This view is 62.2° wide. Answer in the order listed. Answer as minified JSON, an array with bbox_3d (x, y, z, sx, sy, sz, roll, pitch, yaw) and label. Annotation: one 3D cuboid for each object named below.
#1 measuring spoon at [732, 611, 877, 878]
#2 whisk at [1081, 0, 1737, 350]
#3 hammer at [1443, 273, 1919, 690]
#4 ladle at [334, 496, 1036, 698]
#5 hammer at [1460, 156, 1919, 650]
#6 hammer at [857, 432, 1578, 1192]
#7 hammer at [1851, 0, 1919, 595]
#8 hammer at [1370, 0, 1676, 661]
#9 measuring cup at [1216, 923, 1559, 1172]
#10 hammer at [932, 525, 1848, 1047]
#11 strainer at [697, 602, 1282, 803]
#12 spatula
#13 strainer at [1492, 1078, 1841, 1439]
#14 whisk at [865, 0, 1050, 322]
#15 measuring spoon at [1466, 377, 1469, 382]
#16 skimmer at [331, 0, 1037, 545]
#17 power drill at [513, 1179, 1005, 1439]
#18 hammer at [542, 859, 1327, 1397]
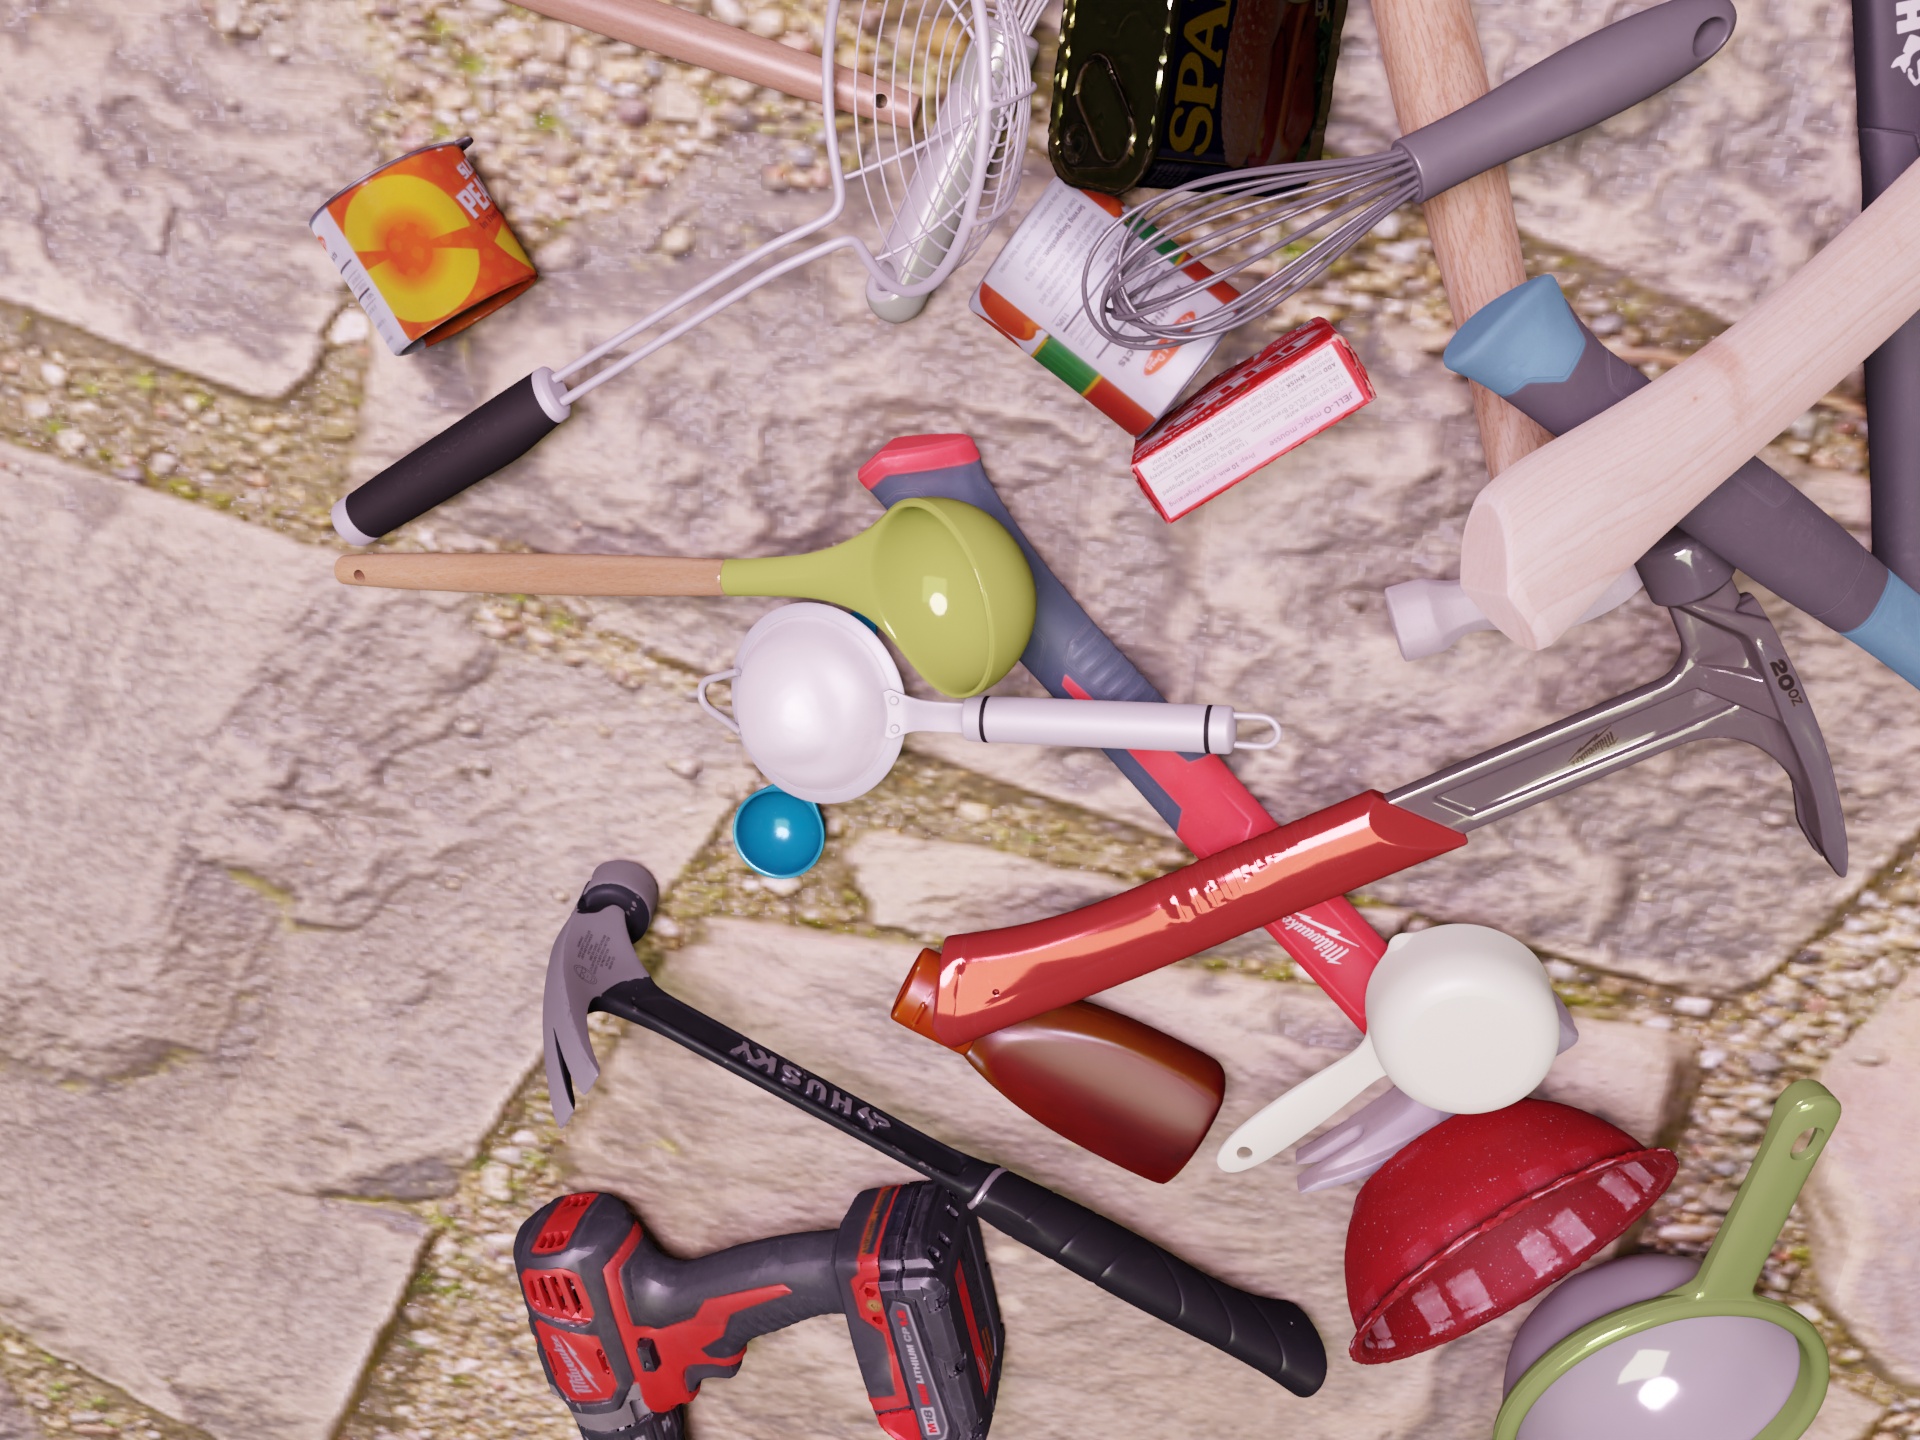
[{"bbox_3d":[-0.063,0.009,0.702,0.042,0.021,0.128,24,102,4],"label":"measuring spoon"},{"bbox_3d":[0.151,-0.189,0.536,0.239,0.055,0.055,-26,105,1],"label":"whisk"},{"bbox_3d":[0.305,-0.051,0.555,0.331,0.033,0.128,31,82,-14],"label":"hammer"},{"bbox_3d":[-0.123,-0.054,0.641,0.320,0.062,0.078,3,117,18],"label":"ladle"},{"bbox_3d":[0.325,-0.165,0.503,0.410,0.038,0.146,-43,105,-2],"label":"hammer"},{"bbox_3d":[0.087,0.039,0.679,0.143,0.038,0.386,-40,100,20],"label":"hammer"},{"bbox_3d":[0.330,-0.195,0.566,0.146,0.035,0.334,-10,108,10],"label":"hammer"},{"bbox_3d":[0.187,-0.191,0.581,0.130,0.031,0.331,-15,105,14],"label":"hammer"},{"bbox_3d":[0.174,0.153,0.667,0.167,0.038,0.083,-40,100,19],"label":"measuring cup"},{"bbox_3d":[0.152,0.060,0.637,0.359,0.037,0.149,-25,105,16],"label":"hammer"},{"bbox_3d":[-0.001,-0.002,0.642,0.258,0.050,0.087,2,103,18],"label":"strainer"},{"bbox_3d":[-0.166,-0.279,0.607,0.316,0.018,0.059,18,112,2],"label":"spatula"},{"bbox_3d":[0.310,0.243,0.694,0.151,0.069,0.256,4,118,-10],"label":"strainer"},{"bbox_3d":[0.021,-0.258,0.578,0.058,0.059,0.246,44,120,32],"label":"whisk"},{"bbox_3d":[0.239,-0.106,0.621,0.117,0.011,0.021,40,109,-8],"label":"measuring spoon"},{"bbox_3d":[-0.127,-0.158,0.590,0.363,0.090,0.127,-25,74,23],"label":"skimmer"},{"bbox_3d":[-0.096,0.317,0.783,0.227,0.080,0.187,-8,108,13],"label":"power drill"},{"bbox_3d":[-0.003,0.203,0.712,0.408,0.149,0.036,31,111,-12],"label":"hammer"}]
